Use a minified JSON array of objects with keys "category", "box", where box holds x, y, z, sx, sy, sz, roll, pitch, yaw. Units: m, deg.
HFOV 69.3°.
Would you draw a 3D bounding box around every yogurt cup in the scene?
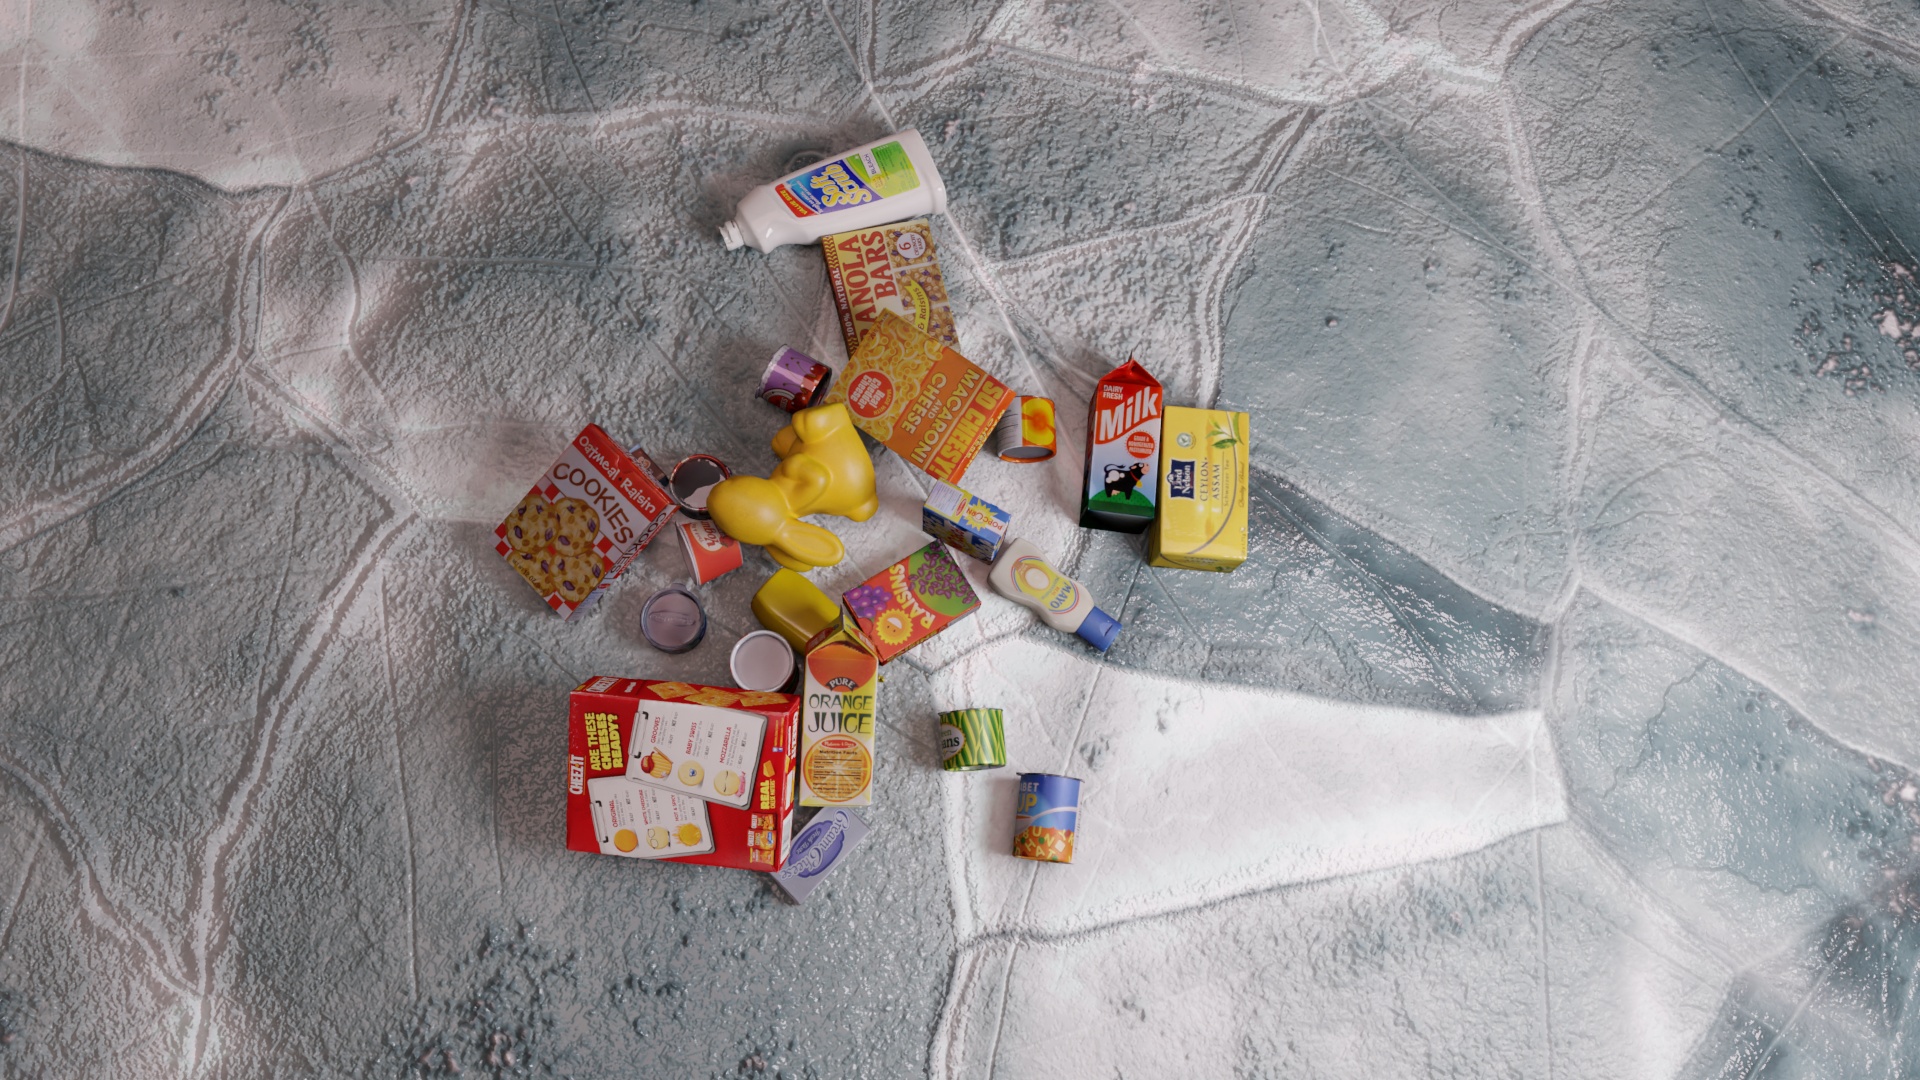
[{"category":"yogurt cup","box":[-0.263,0.008,1.459,0.054,0.072,0.072,-19,77,-17]}]

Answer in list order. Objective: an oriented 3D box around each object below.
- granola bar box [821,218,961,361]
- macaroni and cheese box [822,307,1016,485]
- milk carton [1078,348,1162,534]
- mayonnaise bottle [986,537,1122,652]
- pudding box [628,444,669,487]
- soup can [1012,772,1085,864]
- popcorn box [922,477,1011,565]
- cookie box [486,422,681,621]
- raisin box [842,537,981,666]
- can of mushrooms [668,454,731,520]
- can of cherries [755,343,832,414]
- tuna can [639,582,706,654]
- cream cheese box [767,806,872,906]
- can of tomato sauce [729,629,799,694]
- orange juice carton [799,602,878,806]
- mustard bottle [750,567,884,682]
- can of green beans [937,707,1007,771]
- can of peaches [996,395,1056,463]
[{"category":"granola bar box","box":[-0.079,-0.271,1.563,0.124,0.039,0.166,-12,76,-8]},{"category":"macaroni and cheese box","box":[-0.043,-0.150,1.468,0.167,0.040,0.123,35,95,15]},{"category":"milk carton","box":[0.177,-0.110,1.518,0.073,0.072,0.191,7,74,-2]},{"category":"mayonnaise bottle","box":[0.103,0.062,1.481,0.148,0.041,0.065,35,73,7]},{"category":"pudding box","box":[-0.360,-0.057,1.487,0.084,0.030,0.050,-41,81,-14]},{"category":"soup can","box":[0.086,0.281,1.405,0.071,0.071,0.084,8,74,-2]},{"category":"popcorn box","box":[0.005,-0.018,1.452,0.085,0.126,0.038,28,80,4]},{"category":"cookie box","box":[-0.390,-0.019,1.441,0.123,0.040,0.167,44,96,8]},{"category":"raisin box","box":[-0.052,0.066,1.470,0.123,0.040,0.086,-30,79,-11]},{"category":"can of mushrooms","box":[-0.277,-0.059,1.492,0.071,0.033,0.071,1,74,-3]},{"category":"can of cherries","box":[-0.181,-0.170,1.513,0.058,0.071,0.071,28,75,3]},{"category":"tuna can","box":[-0.299,0.082,1.451,0.071,0.032,0.071,1,74,-4]},{"category":"cream cheese box","box":[-0.144,0.312,1.402,0.053,0.024,0.104,44,76,8]},{"category":"can of tomato sauce","box":[-0.200,0.133,1.417,0.071,0.083,0.071,1,74,-4]},{"category":"orange juice carton","box":[-0.122,0.162,1.387,0.073,0.072,0.192,2,96,-6]},{"category":"mustard bottle","box":[-0.143,0.099,1.447,0.160,0.048,0.065,41,56,4]},{"category":"can of green beans","box":[0.013,0.204,1.422,0.071,0.071,0.058,-3,75,-5]},{"category":"can of peaches","box":[0.074,-0.120,1.518,0.071,0.071,0.058,0,75,-4]}]
